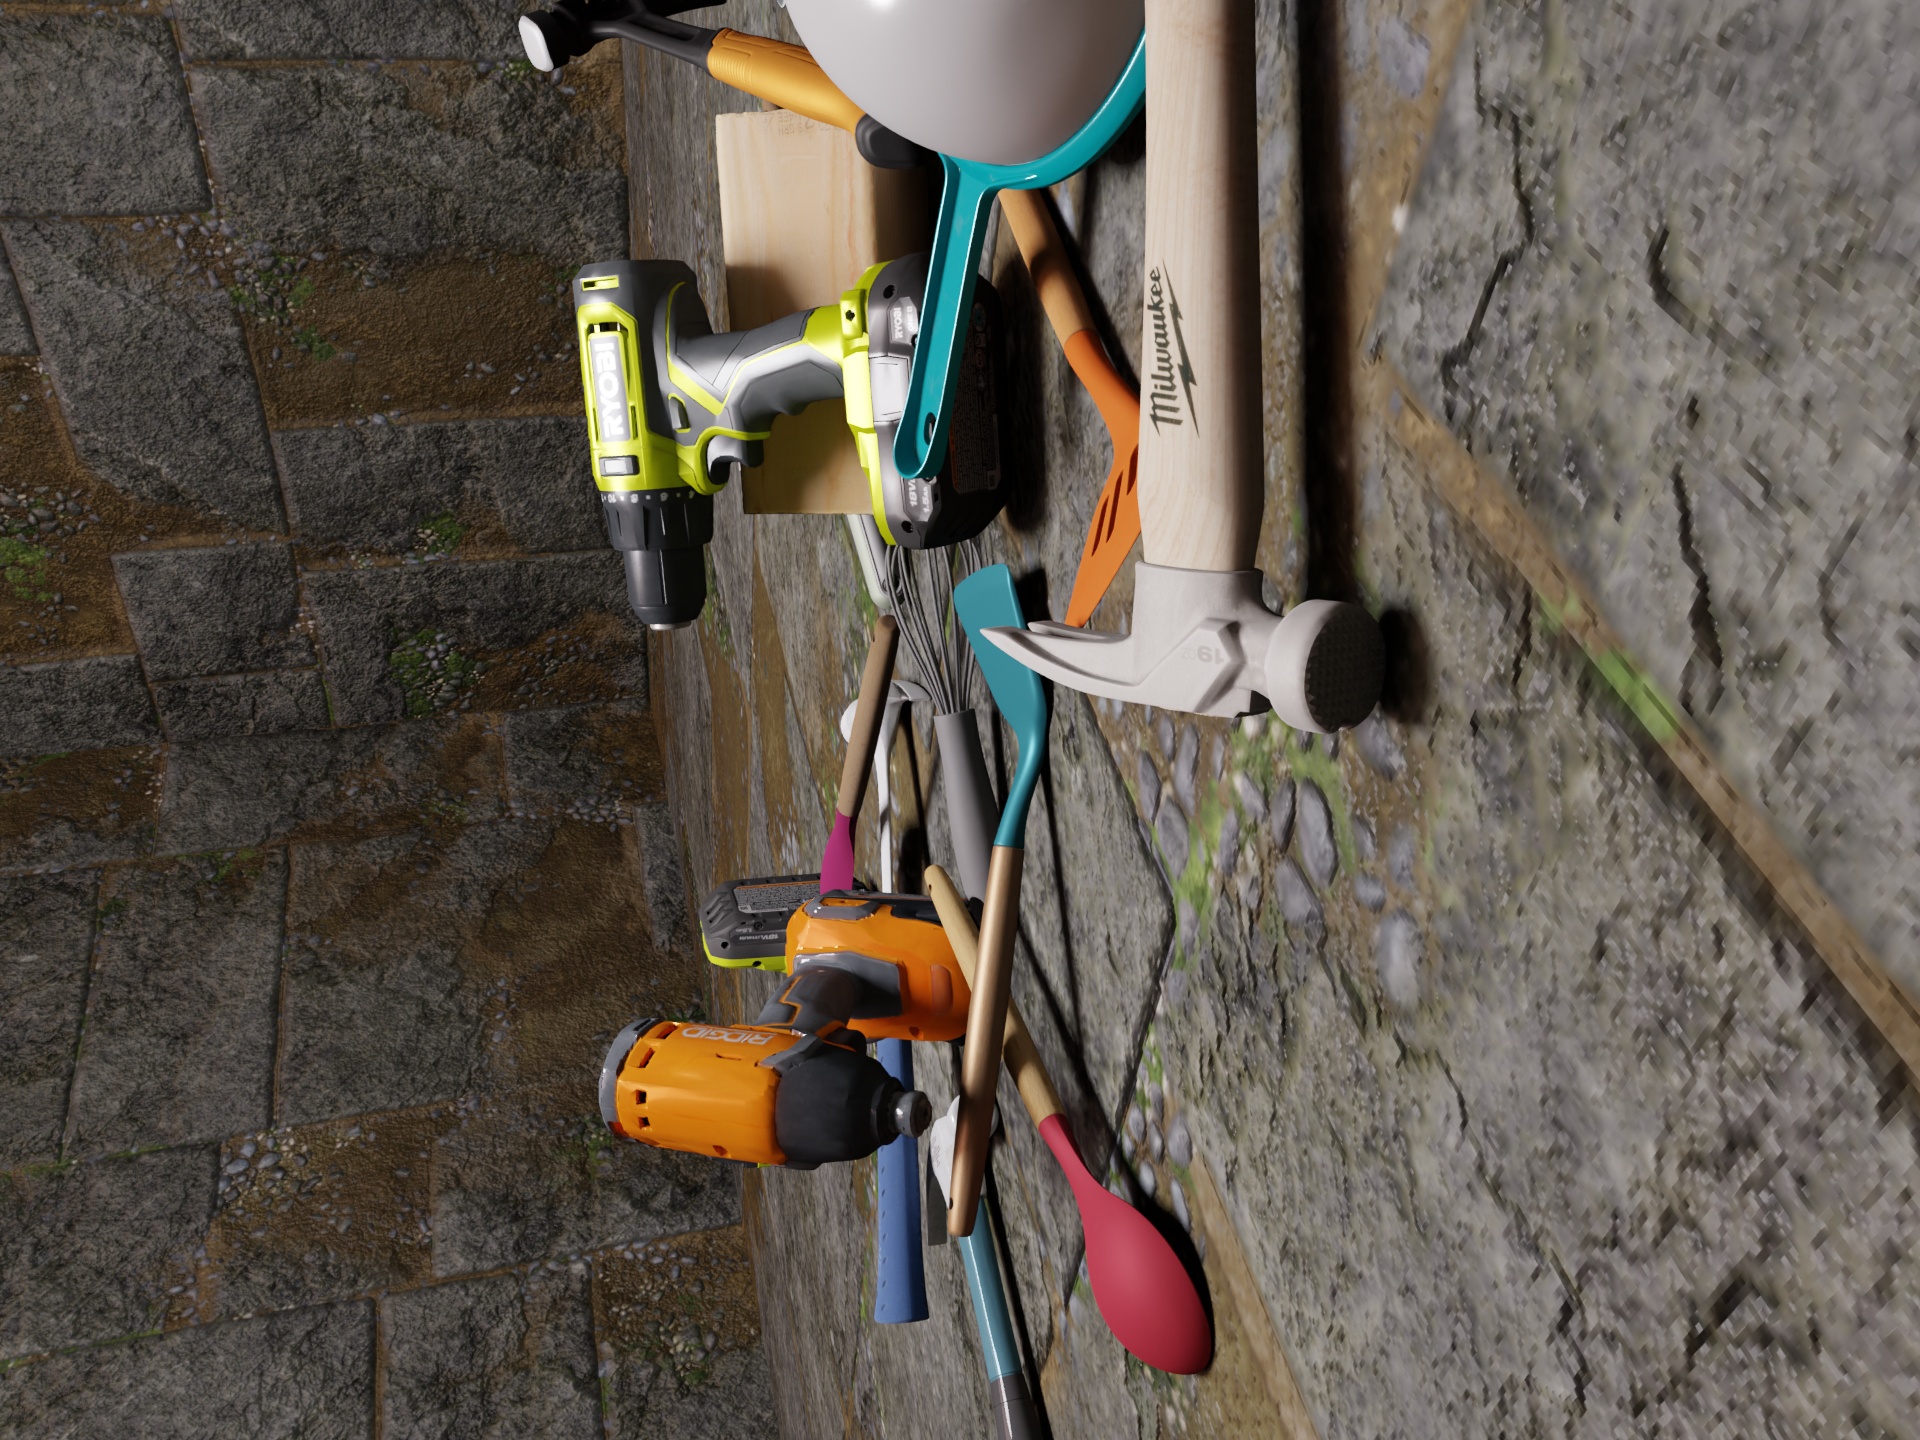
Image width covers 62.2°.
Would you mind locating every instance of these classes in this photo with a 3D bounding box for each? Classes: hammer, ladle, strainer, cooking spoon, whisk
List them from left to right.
[{"bbox_3d":[-0.105,-0.342,0.819,0.337,0.127,0.034,39,152,42],"label":"hammer"},{"bbox_3d":[-0.075,-0.187,0.996,0.059,0.058,0.246,13,122,63],"label":"whisk"},{"bbox_3d":[-0.067,0.040,1.003,0.318,0.017,0.069,107,160,-51],"label":"cooking spoon"},{"bbox_3d":[-0.044,0.169,1.017,0.144,0.035,0.406,135,134,-71],"label":"hammer"},{"bbox_3d":[-0.021,-0.245,0.594,0.211,0.095,0.340,45,135,42],"label":"strainer"},{"bbox_3d":[0.000,-0.003,0.852,0.055,0.055,0.239,-176,75,-75],"label":"whisk"},{"bbox_3d":[0.030,0.391,0.911,0.128,0.033,0.331,109,151,-57],"label":"hammer"},{"bbox_3d":[0.036,0.172,0.761,0.316,0.031,0.069,-120,31,-49],"label":"ladle"},{"bbox_3d":[0.063,-0.207,0.466,0.146,0.038,0.410,13,107,50],"label":"hammer"}]

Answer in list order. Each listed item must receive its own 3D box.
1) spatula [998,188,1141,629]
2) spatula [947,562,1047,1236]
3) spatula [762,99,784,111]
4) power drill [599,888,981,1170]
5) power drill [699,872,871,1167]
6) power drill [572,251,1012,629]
[{"bbox_3d":[0.035,-0.170,0.648,0.081,0.041,0.323,119,146,-43],"label":"spatula"},{"bbox_3d":[0.009,0.086,0.770,0.082,0.044,0.317,165,113,-70],"label":"spatula"},{"bbox_3d":[-0.080,-0.297,1.029,0.059,0.018,0.316,113,141,-54],"label":"spatula"},{"bbox_3d":[-0.060,0.162,0.837,0.226,0.164,0.084,-31,-61,-63],"label":"power drill"},{"bbox_3d":[-0.138,0.238,1.228,0.080,0.171,0.223,-132,41,-66],"label":"power drill"},{"bbox_3d":[-0.093,-0.140,0.802,0.080,0.228,0.190,-23,-67,-58],"label":"power drill"}]
